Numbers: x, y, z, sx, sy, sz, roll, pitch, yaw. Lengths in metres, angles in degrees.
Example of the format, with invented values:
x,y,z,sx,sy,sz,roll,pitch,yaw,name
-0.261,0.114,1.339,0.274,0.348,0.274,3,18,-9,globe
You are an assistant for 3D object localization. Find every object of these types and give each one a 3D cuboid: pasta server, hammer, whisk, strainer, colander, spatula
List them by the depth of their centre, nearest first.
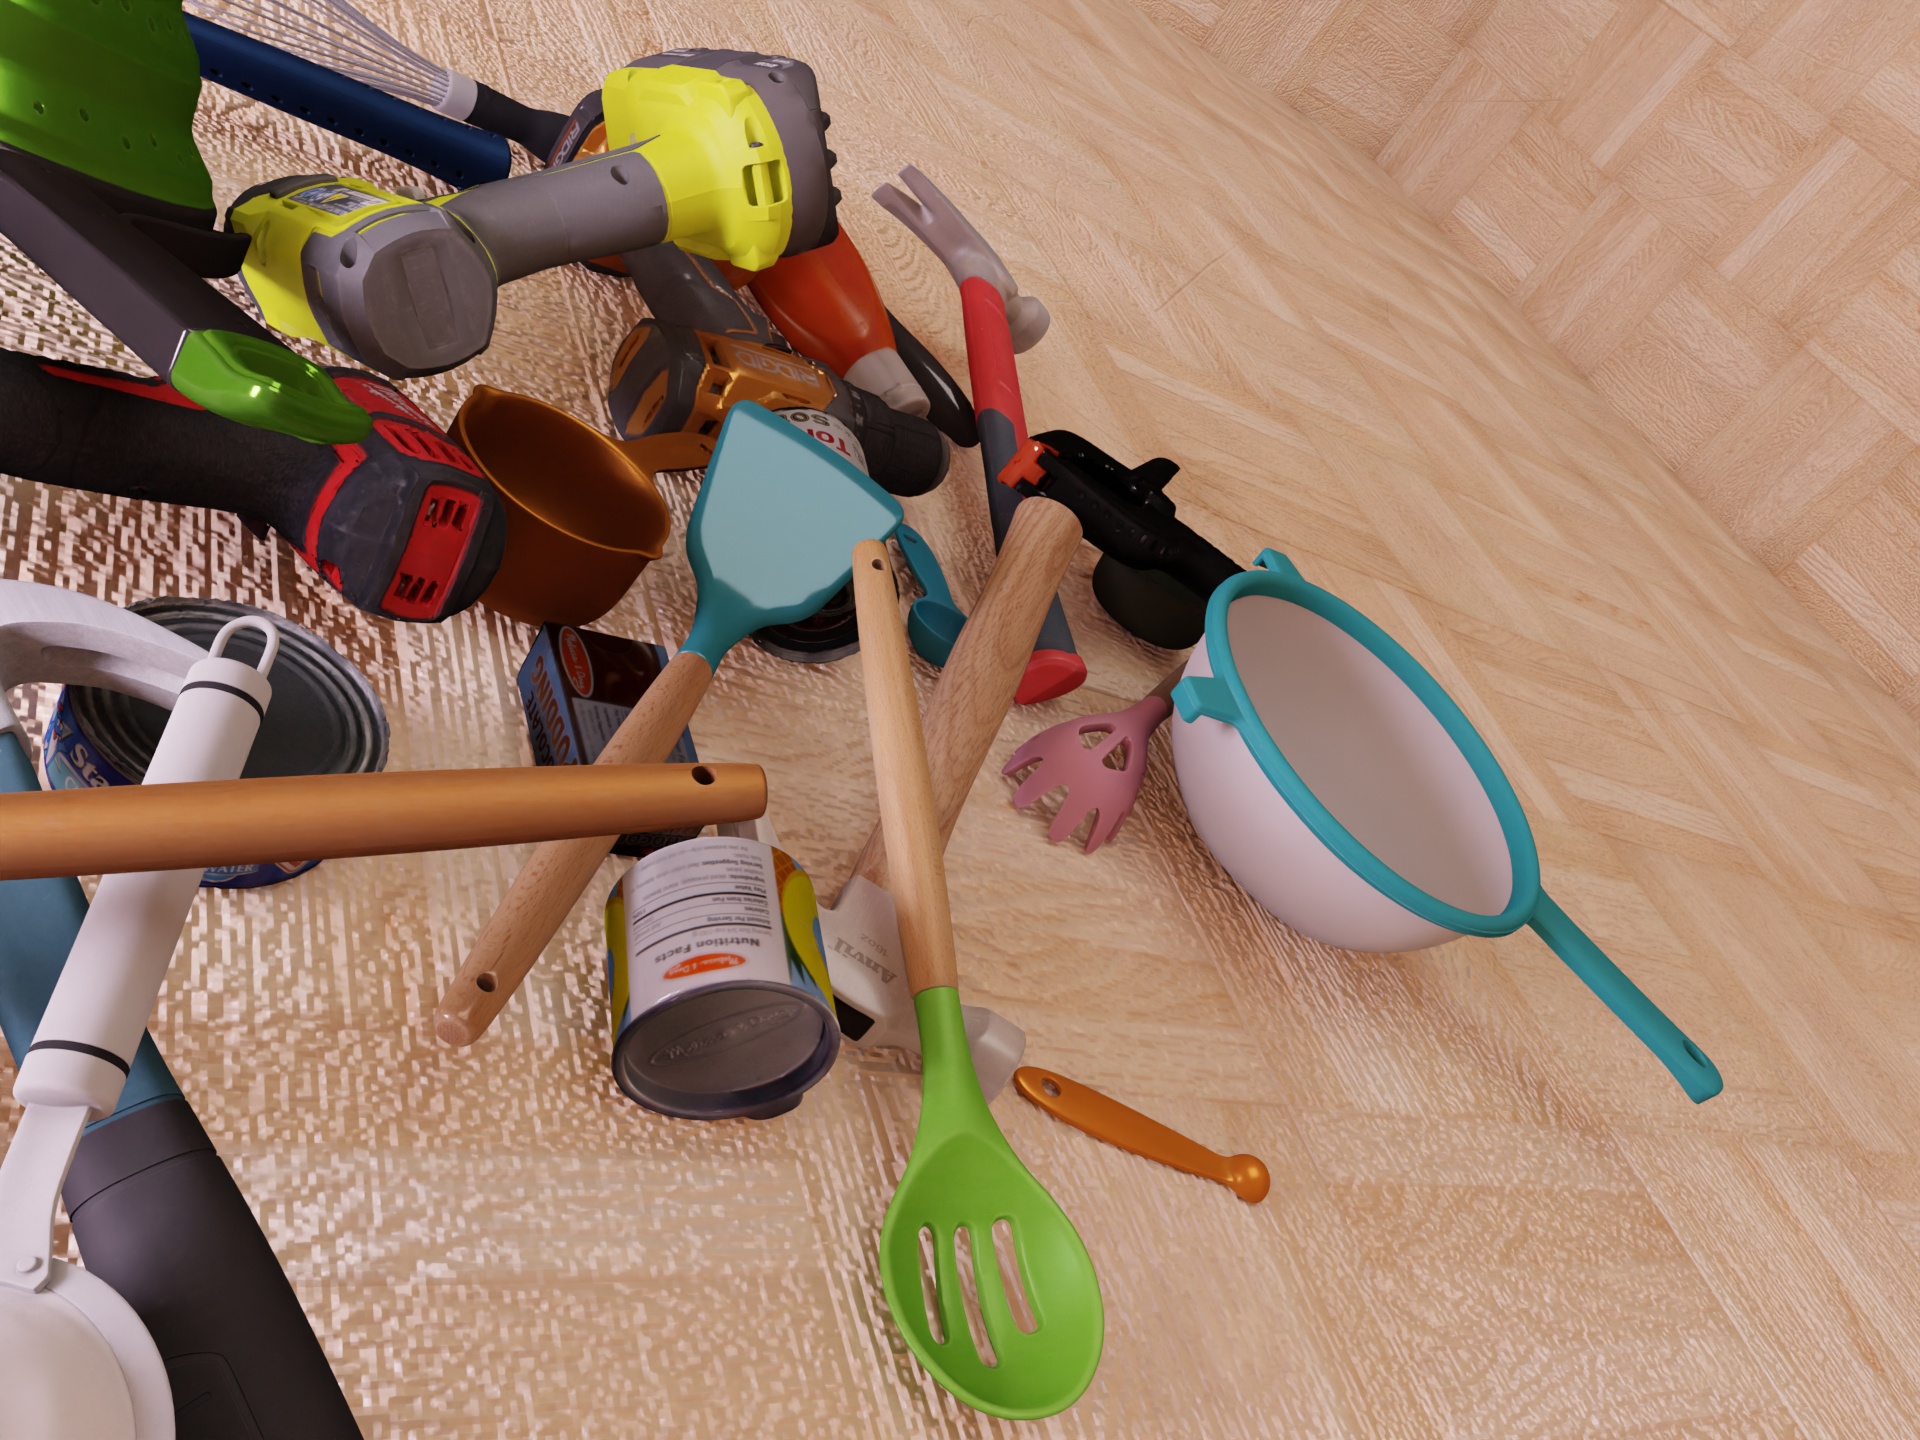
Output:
x,y,z,sx,sy,sz,roll,pitch,yaw,name
-0.179,0.078,0.311,0.087,0.050,0.259,3,53,0,strainer
-0.198,0.029,0.311,0.322,0.041,0.081,-3,48,-20,spatula
-0.176,0.101,0.340,0.128,0.033,0.331,-24,69,-31,hammer
-0.267,-0.193,0.469,0.397,0.094,0.204,35,13,34,colander
-0.095,-0.012,0.531,0.082,0.044,0.318,34,34,-10,spatula
-0.364,-0.297,0.650,0.144,0.035,0.405,10,2,40,hammer
-0.001,-0.002,0.653,0.130,0.031,0.331,33,39,-8,hammer
0.219,0.079,0.777,0.340,0.095,0.211,45,33,-2,strainer
-0.289,-0.334,0.816,0.284,0.070,0.070,9,41,-48,whisk
0.103,-0.007,0.829,0.060,0.040,0.316,43,26,7,pasta server
0.015,-0.164,0.880,0.143,0.038,0.387,40,30,-37,hammer
-0.063,-0.255,0.962,0.239,0.055,0.055,51,32,12,whisk

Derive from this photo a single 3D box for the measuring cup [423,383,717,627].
x,y,z,sx,sy,sz,roll,pitch,yaw,name
-0.147,-0.086,0.637,0.095,0.052,0.173,43,23,4,measuring cup

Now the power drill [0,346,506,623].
x,y,z,sx,sy,sz,roll,pitch,yaw,name
-0.261,-0.097,0.486,0.219,0.078,0.143,12,20,-46,power drill

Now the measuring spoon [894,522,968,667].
x,y,z,sx,sy,sz,roll,pitch,yaw,name
-0.019,-0.061,0.781,0.042,0.021,0.129,21,25,-27,measuring spoon

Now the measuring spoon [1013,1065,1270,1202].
x,y,z,sx,sy,sz,roll,pitch,yaw,name
0.070,0.151,0.588,0.116,0.011,0.021,28,32,-19,measuring spoon

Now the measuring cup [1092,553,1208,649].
x,y,z,sx,sy,sz,roll,pitch,yaw,name
0.084,-0.100,0.928,0.083,0.038,0.168,0,39,-49,measuring cup

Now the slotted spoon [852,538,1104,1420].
x,y,z,sx,sy,sz,roll,pitch,yaw,name
-0.010,0.068,0.531,0.070,0.031,0.314,5,57,-25,slotted spoon

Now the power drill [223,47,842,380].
x,y,z,sx,sy,sz,roll,pitch,yaw,name
-0.177,-0.211,0.651,0.223,0.080,0.171,-29,39,-30,power drill

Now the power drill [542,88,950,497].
x,y,z,sx,sy,sz,roll,pitch,yaw,name
-0.108,-0.206,0.815,0.185,0.084,0.226,8,46,-42,power drill
